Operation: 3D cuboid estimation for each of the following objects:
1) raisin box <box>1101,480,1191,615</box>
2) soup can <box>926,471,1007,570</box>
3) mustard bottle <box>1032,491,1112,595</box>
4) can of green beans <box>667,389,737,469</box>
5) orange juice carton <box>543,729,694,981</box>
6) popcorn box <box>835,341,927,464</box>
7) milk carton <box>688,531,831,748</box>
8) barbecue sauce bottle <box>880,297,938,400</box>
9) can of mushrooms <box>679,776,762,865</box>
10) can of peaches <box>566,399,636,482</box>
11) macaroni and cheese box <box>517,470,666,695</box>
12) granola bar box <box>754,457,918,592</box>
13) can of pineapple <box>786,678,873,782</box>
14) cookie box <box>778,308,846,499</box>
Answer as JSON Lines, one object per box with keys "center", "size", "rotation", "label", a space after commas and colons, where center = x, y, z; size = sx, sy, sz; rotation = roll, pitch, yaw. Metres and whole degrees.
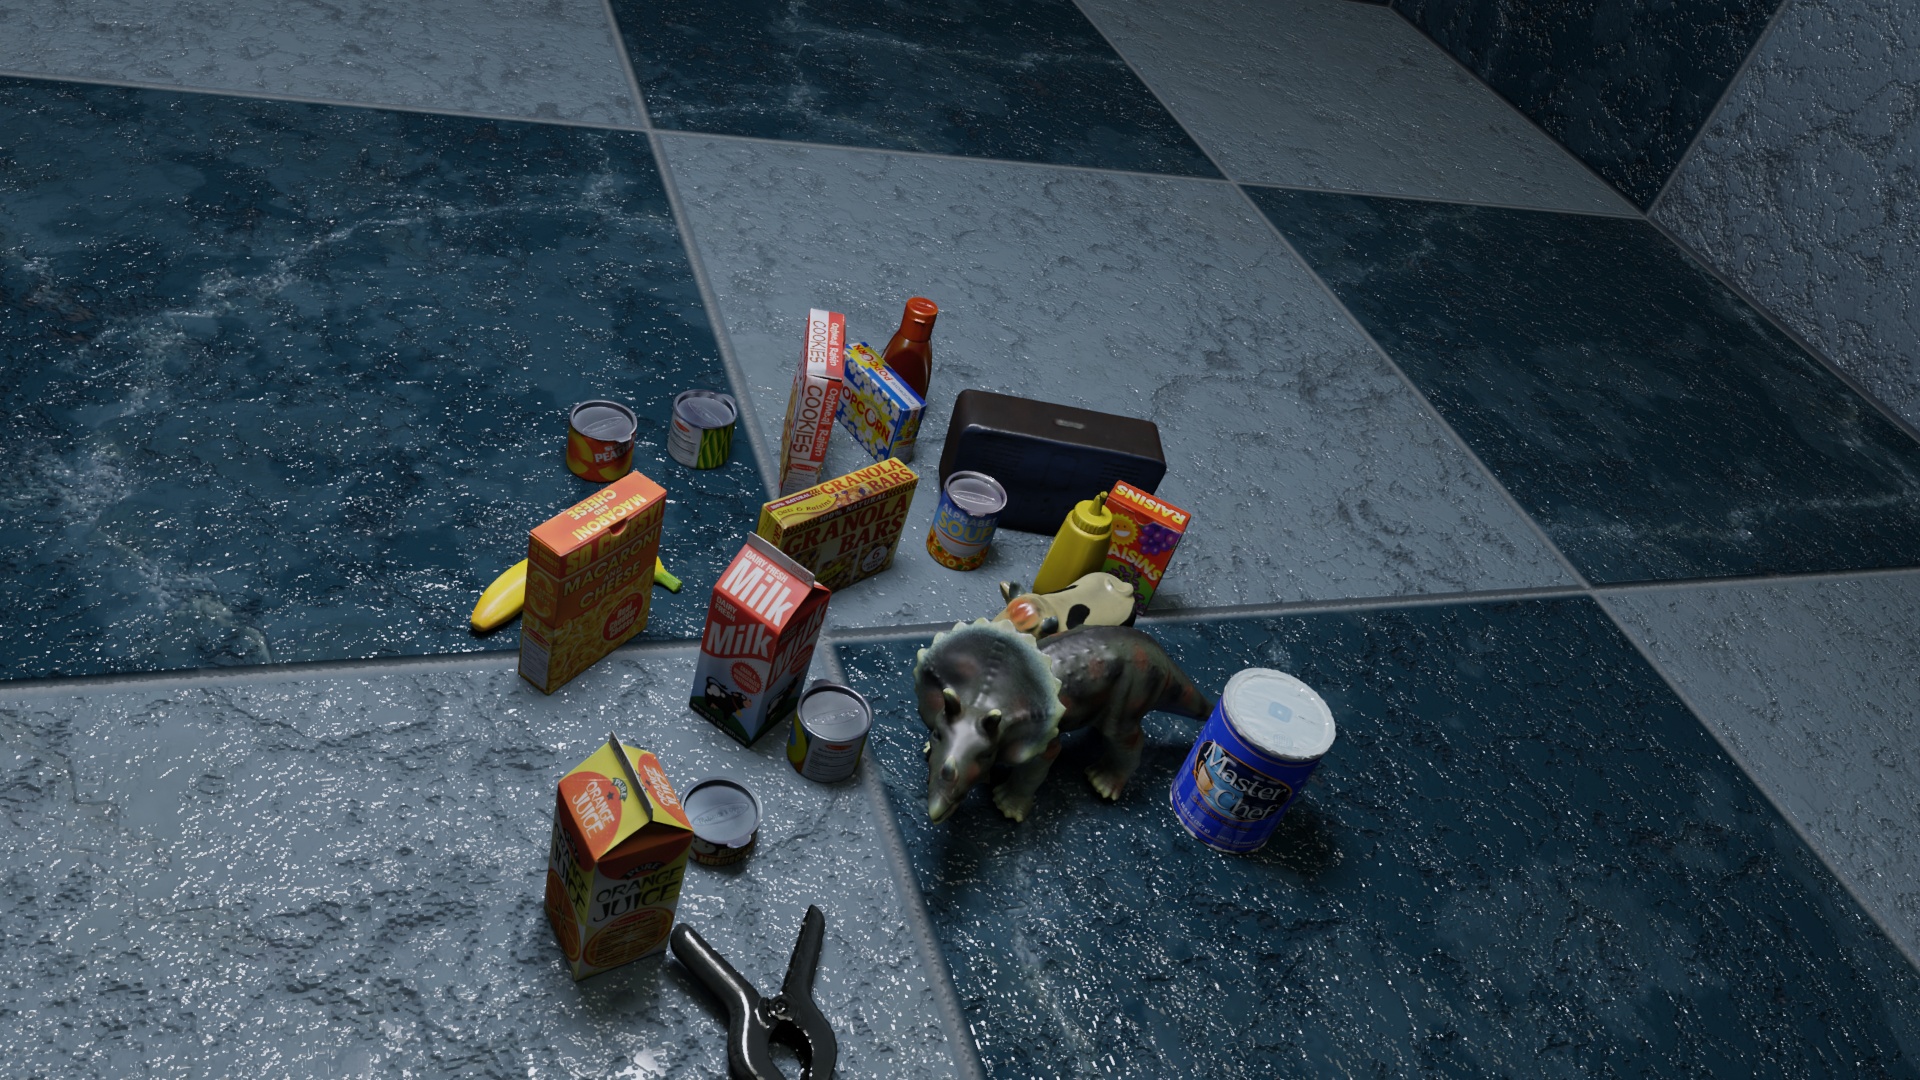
{"center": [0.178, 0.008, 1.451], "size": [0.086, 0.122, 0.040], "rotation": [27, 40, 10], "label": "raisin box"}
{"center": [0.005, -0.018, 1.443], "size": [0.071, 0.083, 0.072], "rotation": [11, 40, -10], "label": "soup can"}
{"center": [0.120, 0.008, 1.399], "size": [0.049, 0.159, 0.065], "rotation": [40, 43, 24], "label": "mustard bottle"}
{"center": [-0.273, -0.117, 1.466], "size": [0.071, 0.057, 0.071], "rotation": [11, 40, -10], "label": "can of green beans"}
{"center": [-0.241, 0.220, 0.979], "size": [0.073, 0.191, 0.072], "rotation": [-12, 48, -33], "label": "orange juice carton"}
{"center": [-0.096, -0.153, 1.558], "size": [0.038, 0.084, 0.127], "rotation": [-18, 52, -37], "label": "popcorn box"}
{"center": [-0.168, 0.079, 1.176], "size": [0.072, 0.189, 0.074], "rotation": [33, 41, 16], "label": "milk carton"}
{"center": [-0.061, -0.206, 1.584], "size": [0.065, 0.147, 0.044], "rotation": [13, 39, -7], "label": "barbecue sauce bottle"}
{"center": [-0.194, 0.227, 1.116], "size": [0.071, 0.033, 0.071], "rotation": [11, 40, -10], "label": "can of mushrooms"}
{"center": [-0.363, -0.099, 1.409], "size": [0.071, 0.057, 0.071], "rotation": [11, 40, -10], "label": "can of peaches"}
{"center": [-0.313, 0.036, 1.185], "size": [0.040, 0.165, 0.124], "rotation": [33, 41, 16], "label": "macaroni and cheese box"}
{"center": [-0.126, -0.003, 1.340], "size": [0.166, 0.123, 0.039], "rotation": [-23, 55, -40], "label": "granola bar box"}
{"center": [-0.114, 0.165, 1.202], "size": [0.071, 0.057, 0.071], "rotation": [11, 40, -10], "label": "can of pineapple"}
{"center": [-0.155, -0.139, 1.454], "size": [0.040, 0.166, 0.123], "rotation": [9, 40, -12], "label": "cookie box"}
